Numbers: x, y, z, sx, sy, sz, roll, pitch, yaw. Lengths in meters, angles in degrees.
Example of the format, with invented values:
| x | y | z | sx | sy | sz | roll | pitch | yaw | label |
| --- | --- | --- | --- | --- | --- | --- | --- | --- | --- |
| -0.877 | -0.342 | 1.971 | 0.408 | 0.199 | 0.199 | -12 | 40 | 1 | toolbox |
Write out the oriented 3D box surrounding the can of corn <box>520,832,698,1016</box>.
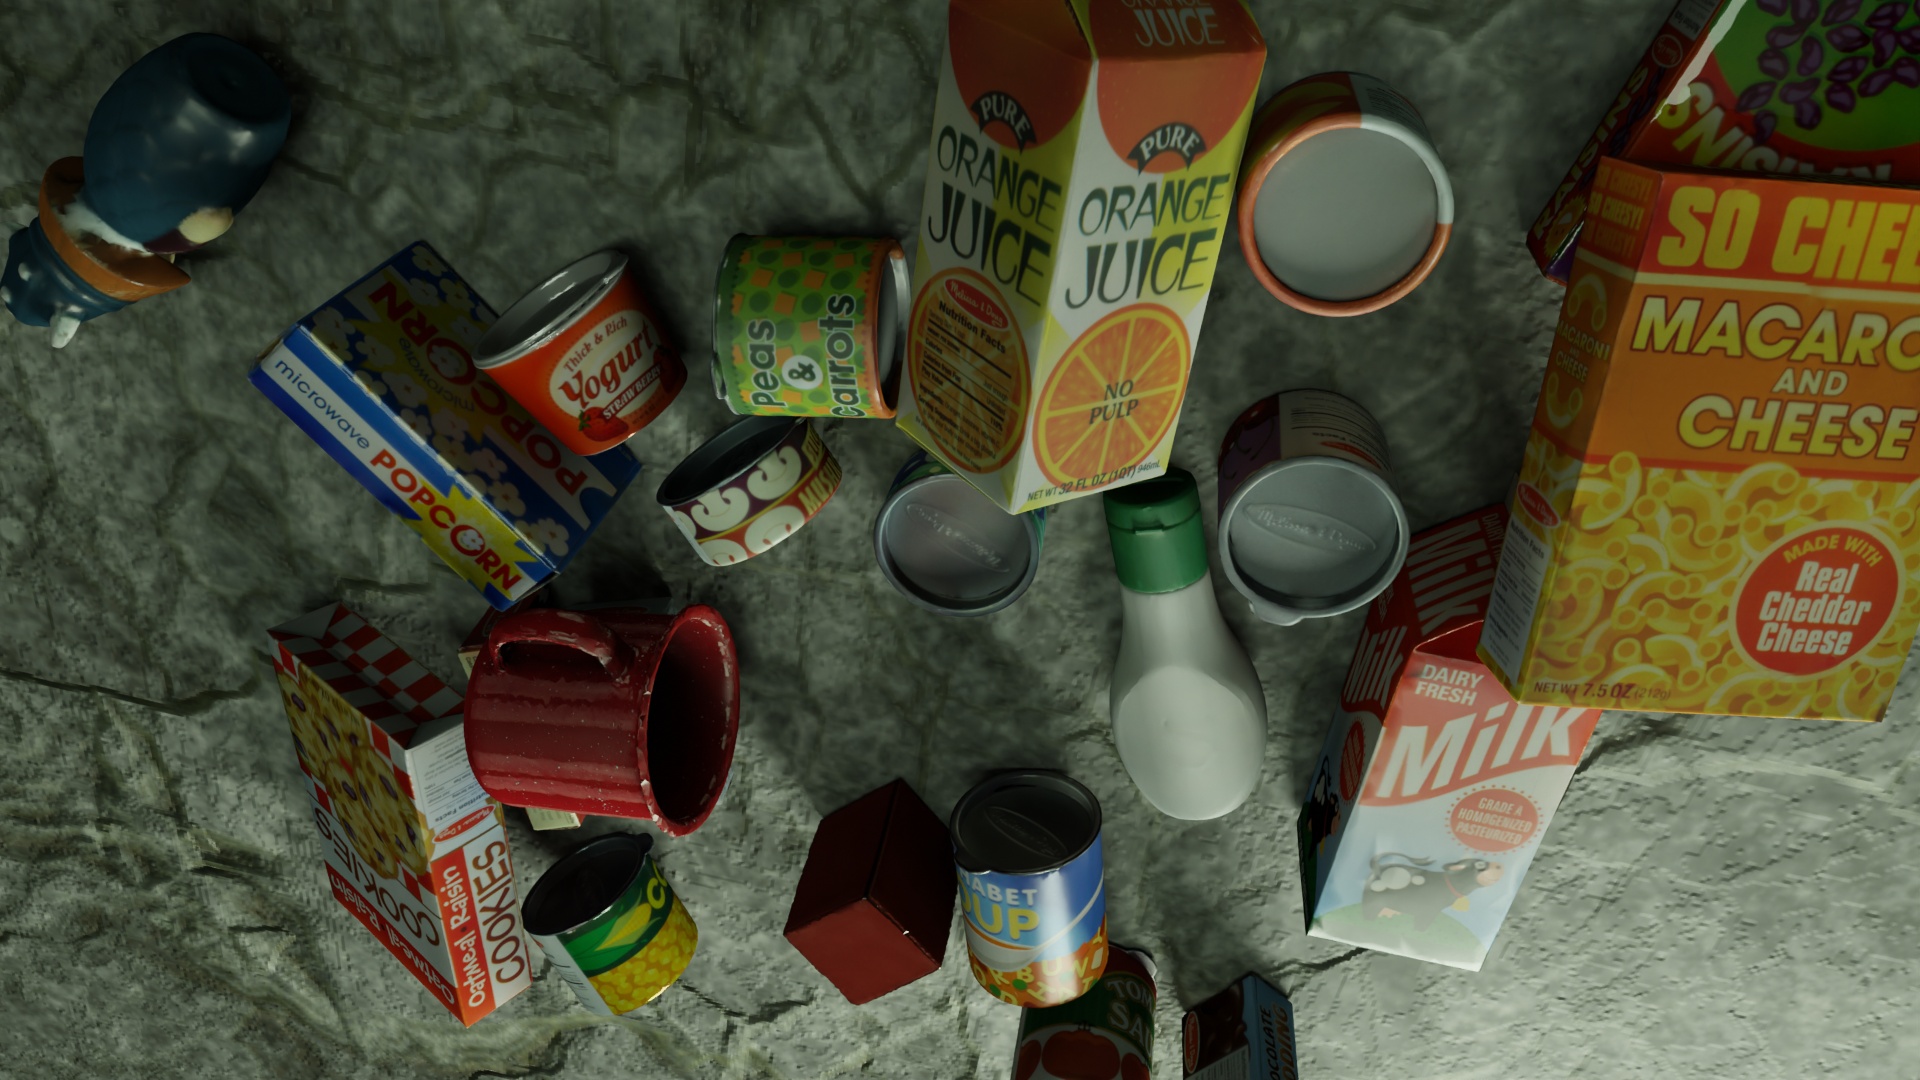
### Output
| x | y | z | sx | sy | sz | roll | pitch | yaw | label |
| --- | --- | --- | --- | --- | --- | --- | --- | --- | --- |
| -0.168 | 0.186 | 0.679 | 0.071 | 0.071 | 0.058 | -16 | 116 | 19 | can of corn |

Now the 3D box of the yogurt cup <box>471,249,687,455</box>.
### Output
| x | y | z | sx | sy | sz | roll | pitch | yaw | label |
| --- | --- | --- | --- | --- | --- | --- | --- | --- | --- |
| -0.141 | -0.069 | 0.527 | 0.072 | 0.073 | 0.053 | -22 | 122 | 21 | yogurt cup |

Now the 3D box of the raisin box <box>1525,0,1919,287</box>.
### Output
| x | y | z | sx | sy | sz | roll | pitch | yaw | label |
| --- | --- | --- | --- | --- | --- | --- | --- | --- | --- |
| 0.252 | -0.124 | 0.436 | 0.086 | 0.040 | 0.122 | 23 | 122 | -4 | raisin box |

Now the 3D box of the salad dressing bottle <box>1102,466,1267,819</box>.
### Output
| x | y | z | sx | sy | sz | roll | pitch | yaw | label |
| --- | --- | --- | --- | --- | --- | --- | --- | --- | --- |
| 0.087 | 0.043 | 0.561 | 0.064 | 0.044 | 0.147 | -5 | 118 | 16 | salad dressing bottle |

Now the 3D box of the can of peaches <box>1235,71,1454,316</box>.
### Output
| x | y | z | sx | sy | sz | roll | pitch | yaw | label |
| --- | --- | --- | --- | --- | --- | --- | --- | --- | --- |
| 0.122 | -0.112 | 0.455 | 0.071 | 0.058 | 0.071 | 4 | 120 | 7 | can of peaches |

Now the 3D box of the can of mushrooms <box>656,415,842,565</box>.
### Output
| x | y | z | sx | sy | sz | roll | pitch | yaw | label |
| --- | --- | --- | --- | --- | --- | --- | --- | --- | --- |
| -0.079 | -0.023 | 0.540 | 0.071 | 0.071 | 0.033 | -23 | 114 | 22 | can of mushrooms |

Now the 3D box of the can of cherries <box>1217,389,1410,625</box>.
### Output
| x | y | z | sx | sy | sz | roll | pitch | yaw | label |
| --- | --- | --- | --- | --- | --- | --- | --- | --- | --- |
| 0.126 | -0.013 | 0.512 | 0.071 | 0.059 | 0.071 | 4 | 121 | 7 | can of cherries |

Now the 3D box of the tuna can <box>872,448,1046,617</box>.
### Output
| x | y | z | sx | sy | sz | roll | pitch | yaw | label |
| --- | --- | --- | --- | --- | --- | --- | --- | --- | --- |
| 0.002 | -0.007 | 0.553 | 0.071 | 0.033 | 0.070 | 5 | 121 | 8 | tuna can |

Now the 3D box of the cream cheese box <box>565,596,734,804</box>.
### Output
| x | y | z | sx | sy | sz | roll | pitch | yaw | label |
| --- | --- | --- | --- | --- | --- | --- | --- | --- | --- |
| -0.143 | 0.076 | 0.633 | 0.053 | 0.024 | 0.103 | -5 | 119 | 14 | cream cheese box |

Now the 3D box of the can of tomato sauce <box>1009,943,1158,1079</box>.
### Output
| x | y | z | sx | sy | sz | roll | pitch | yaw | label |
| --- | --- | --- | --- | --- | --- | --- | --- | --- | --- |
| 0.060 | 0.243 | 0.658 | 0.071 | 0.083 | 0.070 | 5 | 121 | 8 | can of tomato sauce |

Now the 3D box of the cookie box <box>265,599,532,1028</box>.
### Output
| x | y | z | sx | sy | sz | roll | pitch | yaw | label |
| --- | --- | --- | --- | --- | --- | --- | --- | --- | --- |
| -0.257 | 0.126 | 0.643 | 0.123 | 0.040 | 0.166 | 26 | 128 | 34 | cookie box |

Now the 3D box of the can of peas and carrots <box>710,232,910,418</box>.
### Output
| x | y | z | sx | sy | sz | roll | pitch | yaw | label |
| --- | --- | --- | --- | --- | --- | --- | --- | --- | --- |
| -0.052 | -0.076 | 0.501 | 0.059 | 0.071 | 0.070 | 2 | 120 | 9 | can of peas and carrots |

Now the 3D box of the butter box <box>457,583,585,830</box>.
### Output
| x | y | z | sx | sy | sz | roll | pitch | yaw | label |
| --- | --- | --- | --- | --- | --- | --- | --- | --- | --- |
| -0.189 | 0.075 | 0.625 | 0.024 | 0.053 | 0.103 | -6 | 119 | 11 | butter box |

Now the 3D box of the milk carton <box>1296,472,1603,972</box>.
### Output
| x | y | z | sx | sy | sz | roll | pitch | yaw | label |
| --- | --- | --- | --- | --- | --- | --- | --- | --- | --- |
| 0.191 | 0.071 | 0.540 | 0.073 | 0.073 | 0.189 | 11 | 121 | 4 | milk carton |

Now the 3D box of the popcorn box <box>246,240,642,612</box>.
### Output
| x | y | z | sx | sy | sz | roll | pitch | yaw | label |
| --- | --- | --- | --- | --- | --- | --- | --- | --- | --- |
| -0.194 | -0.045 | 0.536 | 0.038 | 0.085 | 0.126 | -33 | 110 | 27 | popcorn box |

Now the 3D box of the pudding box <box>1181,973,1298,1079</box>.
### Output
| x | y | z | sx | sy | sz | roll | pitch | yaw | label |
| --- | --- | --- | --- | --- | --- | --- | --- | --- | --- |
| 0.131 | 0.252 | 0.651 | 0.030 | 0.084 | 0.049 | 39 | 119 | -16 | pudding box |

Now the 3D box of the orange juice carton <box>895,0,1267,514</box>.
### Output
| x | y | z | sx | sy | sz | roll | pitch | yaw | label |
| --- | --- | --- | --- | --- | --- | --- | --- | --- | --- |
| 0.037 | -0.111 | 0.447 | 0.073 | 0.072 | 0.191 | 40 | 133 | 40 | orange juice carton |

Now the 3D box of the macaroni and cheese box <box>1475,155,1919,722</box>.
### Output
| x | y | z | sx | sy | sz | roll | pitch | yaw | label |
| --- | --- | --- | --- | --- | --- | --- | --- | --- | --- |
| 0.241 | -0.028 | 0.427 | 0.124 | 0.040 | 0.165 | 3 | 112 | -4 | macaroni and cheese box |

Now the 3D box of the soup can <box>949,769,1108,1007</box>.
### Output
| x | y | z | sx | sy | sz | roll | pitch | yaw | label |
| --- | --- | --- | --- | --- | --- | --- | --- | --- | --- |
| 0.030 | 0.157 | 0.621 | 0.071 | 0.072 | 0.083 | 0 | 120 | 11 | soup can |
